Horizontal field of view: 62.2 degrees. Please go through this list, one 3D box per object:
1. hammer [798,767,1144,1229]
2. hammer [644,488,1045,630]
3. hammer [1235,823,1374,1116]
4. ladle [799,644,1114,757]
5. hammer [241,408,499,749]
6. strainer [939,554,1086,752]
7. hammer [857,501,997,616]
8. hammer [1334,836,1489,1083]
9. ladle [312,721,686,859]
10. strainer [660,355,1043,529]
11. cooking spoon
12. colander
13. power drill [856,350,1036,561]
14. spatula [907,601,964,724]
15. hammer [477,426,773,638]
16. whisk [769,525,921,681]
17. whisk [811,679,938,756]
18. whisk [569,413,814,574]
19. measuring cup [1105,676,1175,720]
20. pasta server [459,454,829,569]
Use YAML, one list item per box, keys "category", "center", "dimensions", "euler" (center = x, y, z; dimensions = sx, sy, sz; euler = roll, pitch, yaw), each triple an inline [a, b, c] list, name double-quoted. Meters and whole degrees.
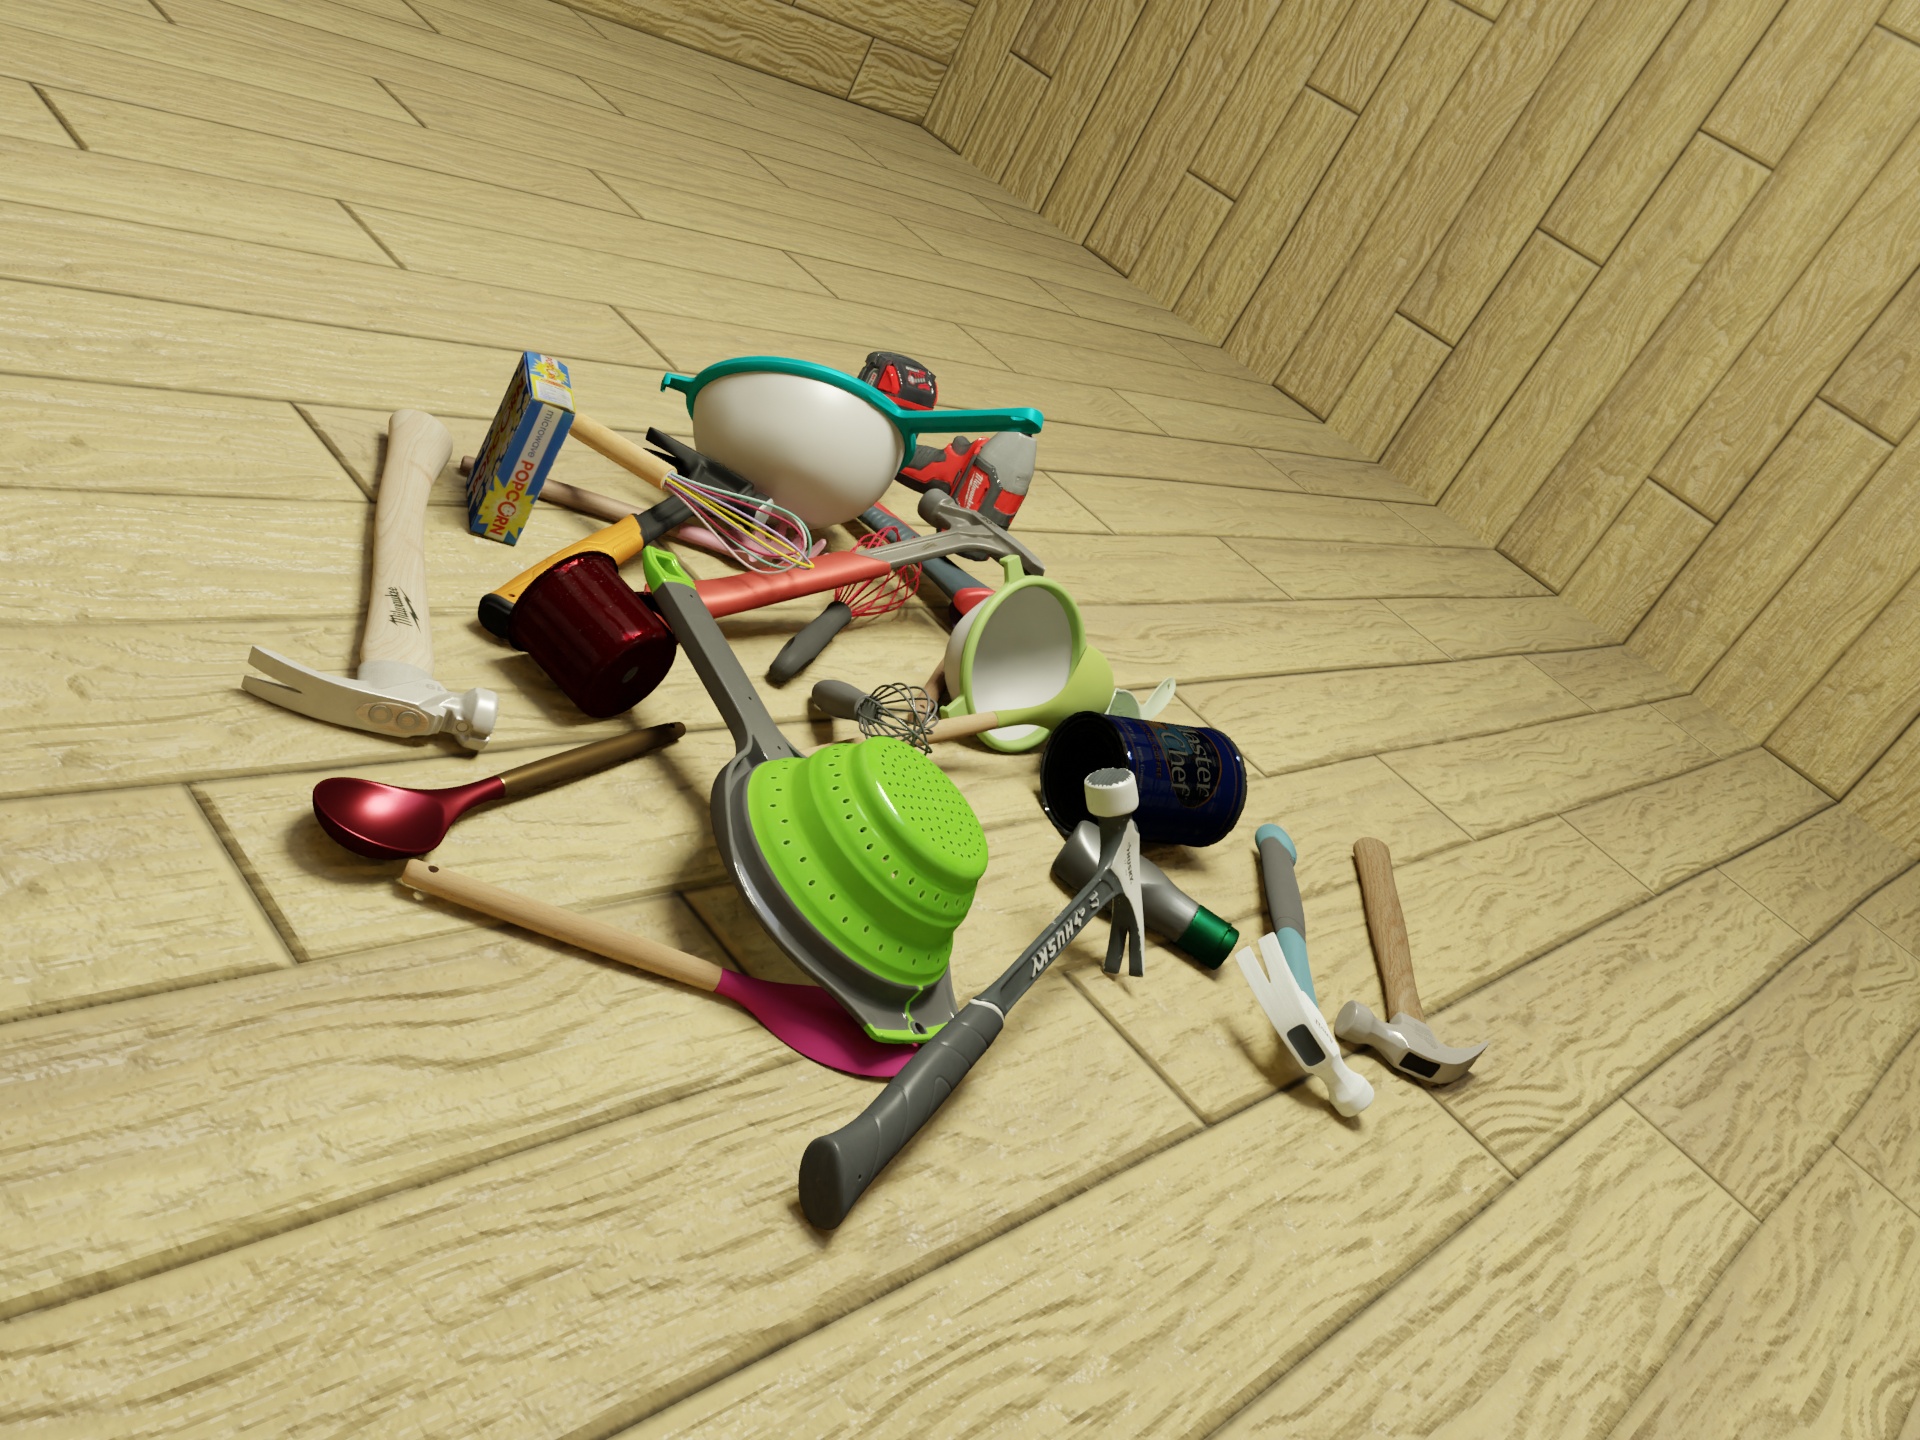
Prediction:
- category: "hammer"
  center: [0.024, 0.174, 0.971]
  dimensions: [0.036, 0.149, 0.409]
  euler: [3, 23, 30]
- category: "hammer"
  center: [-0.101, -0.118, 1.313]
  dimensions: [0.359, 0.036, 0.149]
  euler: [-19, 47, -39]
- category: "hammer"
  center: [0.261, 0.169, 1.258]
  dimensions: [0.128, 0.033, 0.331]
  euler: [51, 18, -13]
- category: "ladle"
  center: [-0.002, -0.004, 1.259]
  dimensions: [0.320, 0.078, 0.062]
  euler: [-12, 50, -36]
- category: "hammer"
  center: [-0.403, -0.123, 1.117]
  dimensions: [0.146, 0.038, 0.411]
  euler: [15, 30, -26]
- category: "strainer"
  center: [0.066, -0.036, 1.396]
  dimensions: [0.069, 0.151, 0.256]
  euler: [16, -8, 42]
- category: "hammer"
  center: [-0.090, -0.216, 1.584]
  dimensions: [0.387, 0.038, 0.143]
  euler: [41, 26, 26]
- category: "hammer"
  center: [0.370, 0.194, 1.358]
  dimensions: [0.130, 0.031, 0.331]
  euler: [27, 26, -5]
- category: "ladle"
  center: [-0.270, 0.034, 0.987]
  dimensions: [0.069, 0.031, 0.315]
  euler: [39, 25, 16]
- category: "strainer"
  center: [-0.093, -0.227, 1.398]
  dimensions: [0.340, 0.095, 0.210]
  euler: [3, -21, 25]
- category: "cooking spoon"
  center: [-0.164, 0.141, 0.915]
  dimensions: [0.318, 0.017, 0.069]
  euler: [23, 27, -17]
- category: "colander"
  center: [-0.091, 0.015, 1.022]
  dimensions: [0.204, 0.094, 0.397]
  euler: [13, 40, -59]
- category: "power drill"
  center: [-0.018, -0.265, 1.540]
  dimensions: [0.078, 0.143, 0.220]
  euler: [5, 30, -50]
- category: "spatula"
  center: [-0.005, -0.059, 1.433]
  dimensions: [0.060, 0.018, 0.316]
  euler: [29, 25, 0]
- category: "hammer"
  center: [-0.273, -0.145, 1.246]
  dimensions: [0.127, 0.034, 0.337]
  euler: [31, 32, 5]
- category: "whisk"
  center: [-0.097, -0.098, 1.368]
  dimensions: [0.073, 0.073, 0.296]
  euler: [31, 31, 2]
- category: "whisk"
  center: [-0.070, -0.009, 1.155]
  dimensions: [0.055, 0.055, 0.239]
  euler: [19, 0, -22]
- category: "whisk"
  center: [-0.217, -0.184, 1.269]
  dimensions: [0.245, 0.051, 0.047]
  euler: [31, 39, 14]
- category: "measuring cup"
  center: [0.149, -0.005, 1.423]
  dimensions: [0.038, 0.083, 0.167]
  euler: [-4, 19, 30]
- category: "pasta server"
  center: [-0.264, -0.177, 1.353]
  dimensions: [0.316, 0.040, 0.060]
  euler: [15, 33, -25]
